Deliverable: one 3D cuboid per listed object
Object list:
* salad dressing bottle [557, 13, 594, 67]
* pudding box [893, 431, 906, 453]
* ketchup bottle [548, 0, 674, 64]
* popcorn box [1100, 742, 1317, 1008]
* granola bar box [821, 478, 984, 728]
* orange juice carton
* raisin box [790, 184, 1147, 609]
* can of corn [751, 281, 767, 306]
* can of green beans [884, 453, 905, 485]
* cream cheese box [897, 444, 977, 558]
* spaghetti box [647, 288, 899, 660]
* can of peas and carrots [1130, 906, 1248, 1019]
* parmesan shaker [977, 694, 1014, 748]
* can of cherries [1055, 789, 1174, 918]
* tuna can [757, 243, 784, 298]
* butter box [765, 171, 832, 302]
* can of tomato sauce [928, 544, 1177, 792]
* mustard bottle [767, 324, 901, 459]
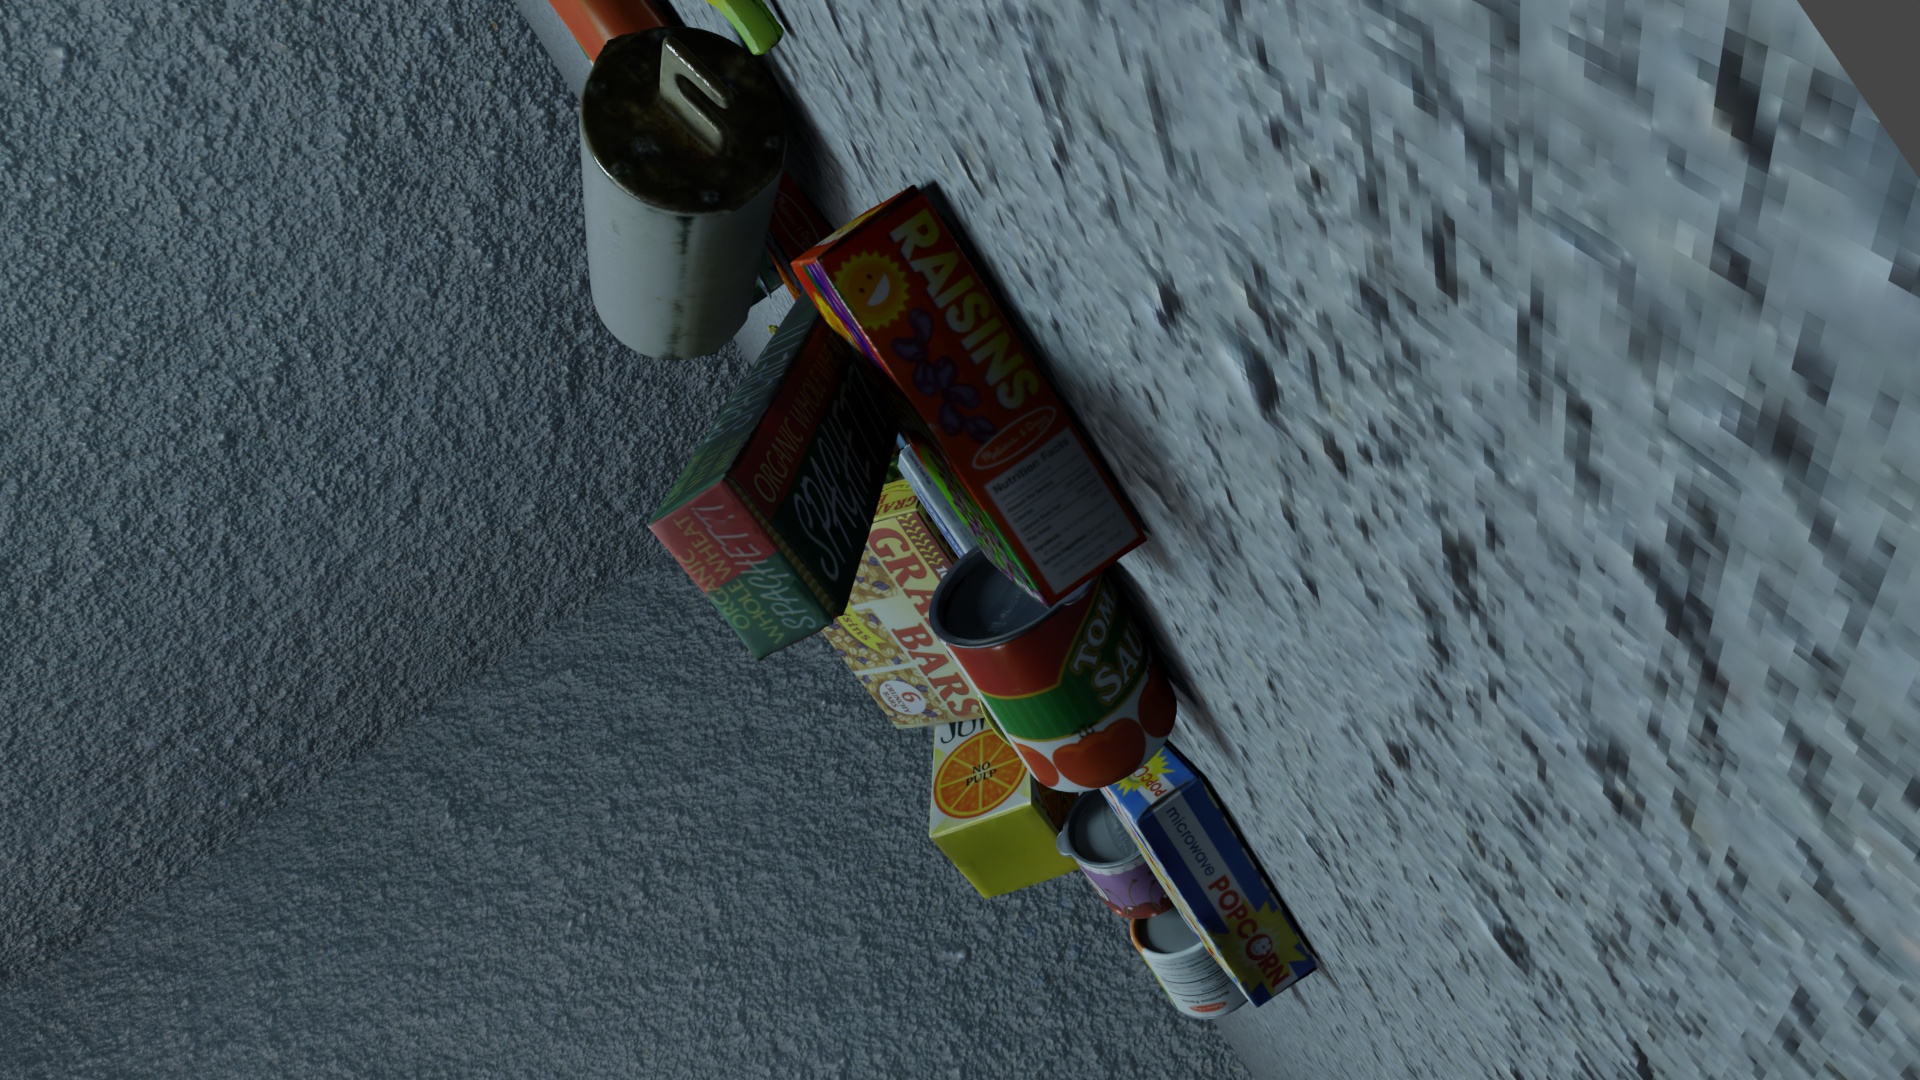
[{"bbox_3d":[-0.175,-0.249,0.790,0.147,0.044,0.064,59,176,-26],"label":"salad dressing bottle"},{"bbox_3d":[-0.077,-0.084,0.909,0.083,0.050,0.030,57,178,-8],"label":"pudding box"},{"bbox_3d":[-0.149,-0.228,0.665,0.149,0.043,0.064,55,176,7],"label":"ketchup bottle"},{"bbox_3d":[0.114,0.154,0.678,0.126,0.038,0.085,57,175,-19],"label":"popcorn box"},{"bbox_3d":[-0.028,0.043,0.864,0.165,0.124,0.039,56,-141,-27],"label":"granola bar box"},{"bbox_3d":[0.031,0.132,0.924,0.071,0.073,0.194,54,-157,-32],"label":"orange juice carton"},{"bbox_3d":[0.000,-0.046,0.433,0.123,0.040,0.086,55,177,-14],"label":"raisin box"},{"bbox_3d":[-0.163,-0.185,0.944,0.058,0.071,0.071,58,175,-20],"label":"can of corn"},{"bbox_3d":[-0.042,-0.019,0.900,0.058,0.071,0.071,57,175,-7],"label":"can of green beans"},{"bbox_3d":[0.003,-0.010,0.759,0.104,0.024,0.053,55,176,2],"label":"cream cheese box"},{"bbox_3d":[-0.047,-0.042,0.461,0.050,0.028,0.251,54,-163,-18],"label":"spaghetti box"},{"bbox_3d":[0.144,0.244,0.847,0.058,0.071,0.071,59,174,-26],"label":"can of peas and carrots"},{"bbox_3d":[0.043,0.070,0.657,0.071,0.071,0.103,55,176,7],"label":"parmesan shaker"},{"bbox_3d":[0.101,0.186,0.838,0.058,0.071,0.072,58,175,-35],"label":"can of cherries"},{"bbox_3d":[-0.104,-0.162,0.723,0.071,0.033,0.071,55,175,7],"label":"tuna can"},{"bbox_3d":[-0.070,-0.128,0.666,0.053,0.024,0.103,55,176,13],"label":"butter box"},{"bbox_3d":[0.038,0.044,0.524,0.082,0.071,0.071,58,175,-30],"label":"can of tomato sauce"},{"bbox_3d":[-0.088,-0.088,0.991,0.160,0.049,0.065,57,-178,-8],"label":"mustard bottle"}]
